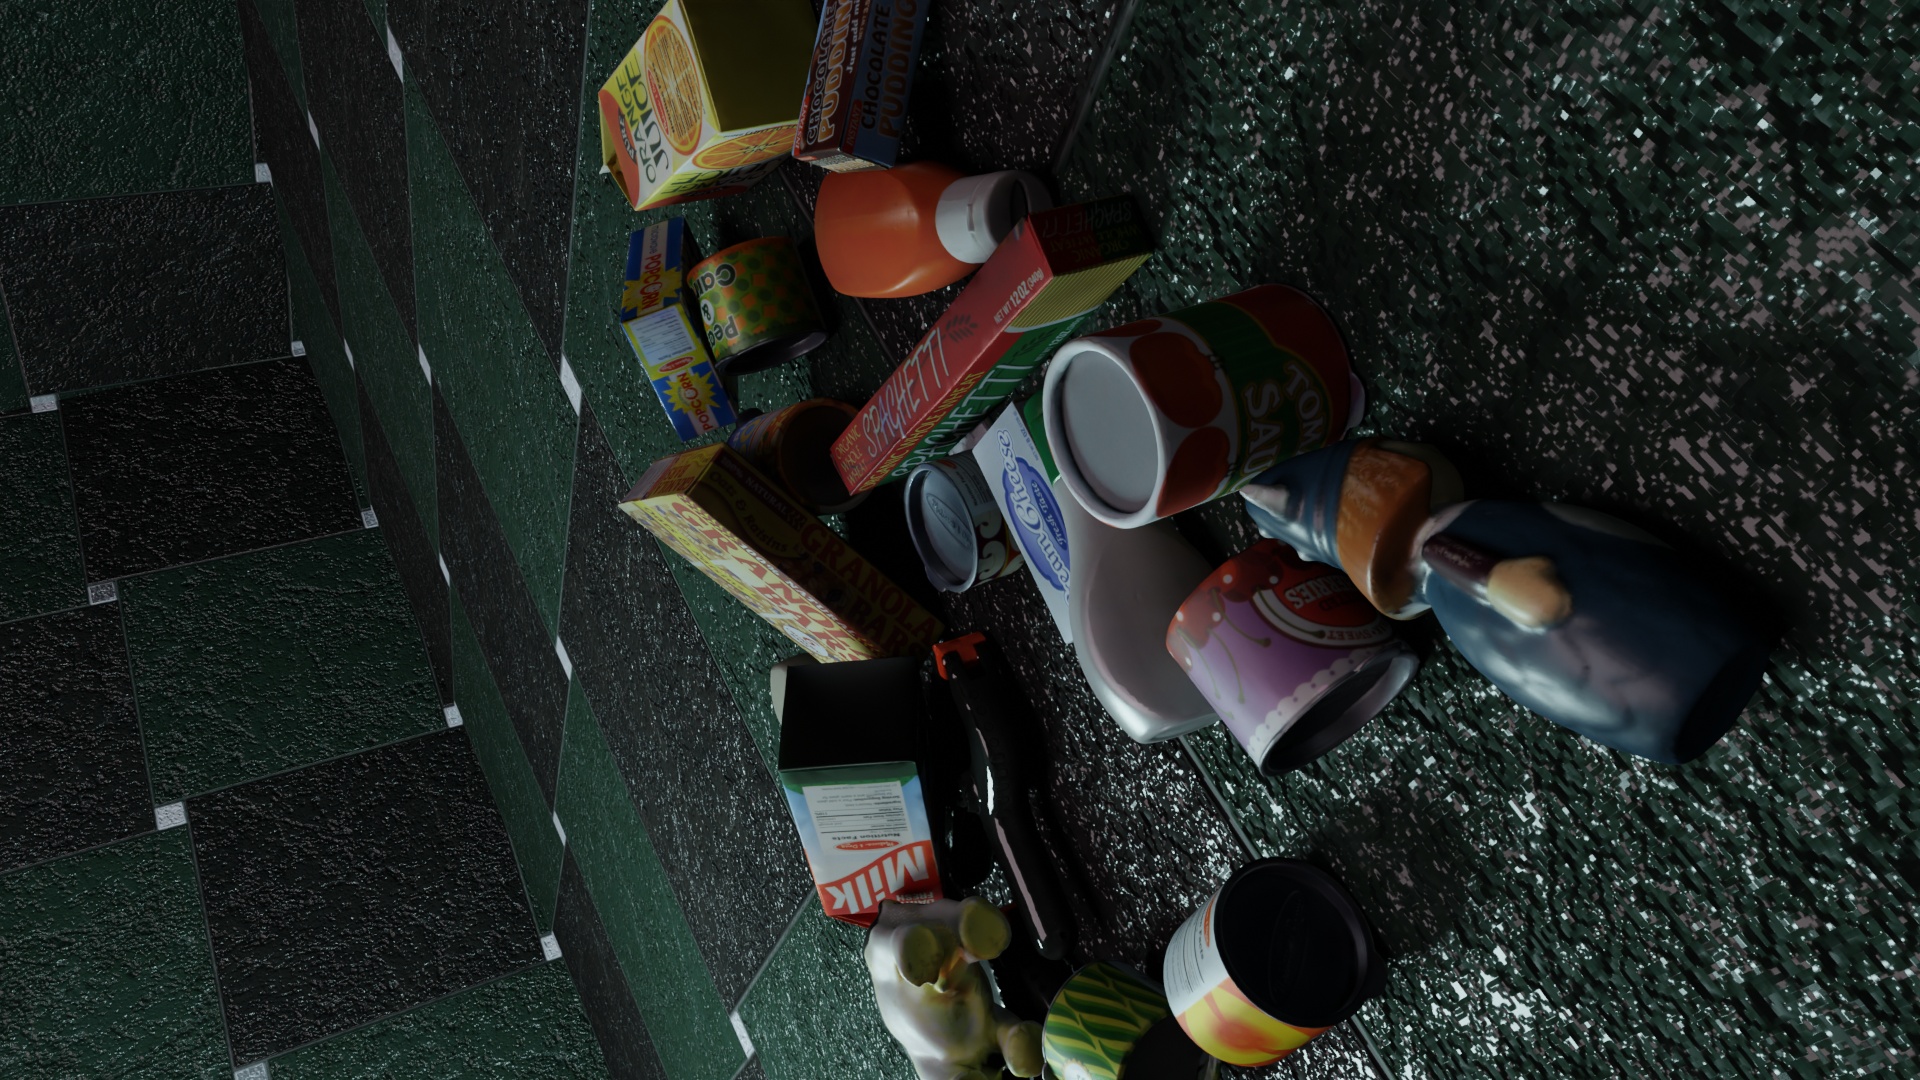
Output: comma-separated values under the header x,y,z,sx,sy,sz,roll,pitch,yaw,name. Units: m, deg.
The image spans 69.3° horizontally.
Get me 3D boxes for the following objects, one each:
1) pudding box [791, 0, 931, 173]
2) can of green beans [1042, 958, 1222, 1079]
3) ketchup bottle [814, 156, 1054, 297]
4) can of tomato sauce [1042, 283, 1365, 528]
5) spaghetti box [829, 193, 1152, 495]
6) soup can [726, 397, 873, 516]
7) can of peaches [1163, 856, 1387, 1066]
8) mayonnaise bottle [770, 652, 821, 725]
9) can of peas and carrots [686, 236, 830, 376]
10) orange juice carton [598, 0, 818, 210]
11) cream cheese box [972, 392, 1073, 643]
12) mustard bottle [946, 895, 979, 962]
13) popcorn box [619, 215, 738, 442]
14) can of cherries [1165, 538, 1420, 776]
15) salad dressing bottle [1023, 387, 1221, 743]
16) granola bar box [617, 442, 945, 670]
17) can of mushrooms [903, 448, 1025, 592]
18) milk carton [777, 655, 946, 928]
x,y,z,sx,sy,sz,roll,pitch,yaw,name
-0.044,-0.208,0.617,0.049,0.030,0.083,18,96,56,pudding box
0.082,0.243,0.664,0.058,0.071,0.071,13,118,58,can of green beans
-0.015,-0.142,0.624,0.149,0.044,0.064,15,113,57,ketchup bottle
0.081,-0.045,0.470,0.071,0.083,0.070,39,139,45,can of tomato sauce
0.003,-0.078,0.626,0.029,0.050,0.249,67,152,9,spaghetti box
-0.093,-0.048,0.797,0.083,0.071,0.071,-5,102,61,soup can
0.122,0.168,0.549,0.071,0.071,0.057,57,149,24,can of peaches
-0.073,0.115,0.892,0.148,0.041,0.064,11,118,57,mayonnaise bottle
-0.116,-0.131,0.783,0.070,0.071,0.058,-27,83,62,can of peas and carrots
-0.142,-0.234,0.765,0.192,0.072,0.073,-6,101,61,orange juice carton
0.045,-0.010,0.621,0.104,0.024,0.053,64,153,13,cream cheese box
-0.023,0.254,0.878,0.160,0.049,0.065,61,149,17,mustard bottle
-0.167,-0.130,0.835,0.127,0.038,0.085,-104,-6,-54,popcorn box
0.115,0.037,0.480,0.058,0.072,0.071,55,148,29,can of cherries
0.066,0.005,0.557,0.044,0.064,0.148,96,157,-71,salad dressing bottle
-0.102,0.013,0.790,0.165,0.039,0.124,41,160,-22,granola bar box
0.002,-0.009,0.687,0.071,0.033,0.070,38,138,45,can of mushrooms
-0.049,0.153,0.789,0.189,0.073,0.073,82,-175,-45,milk carton
